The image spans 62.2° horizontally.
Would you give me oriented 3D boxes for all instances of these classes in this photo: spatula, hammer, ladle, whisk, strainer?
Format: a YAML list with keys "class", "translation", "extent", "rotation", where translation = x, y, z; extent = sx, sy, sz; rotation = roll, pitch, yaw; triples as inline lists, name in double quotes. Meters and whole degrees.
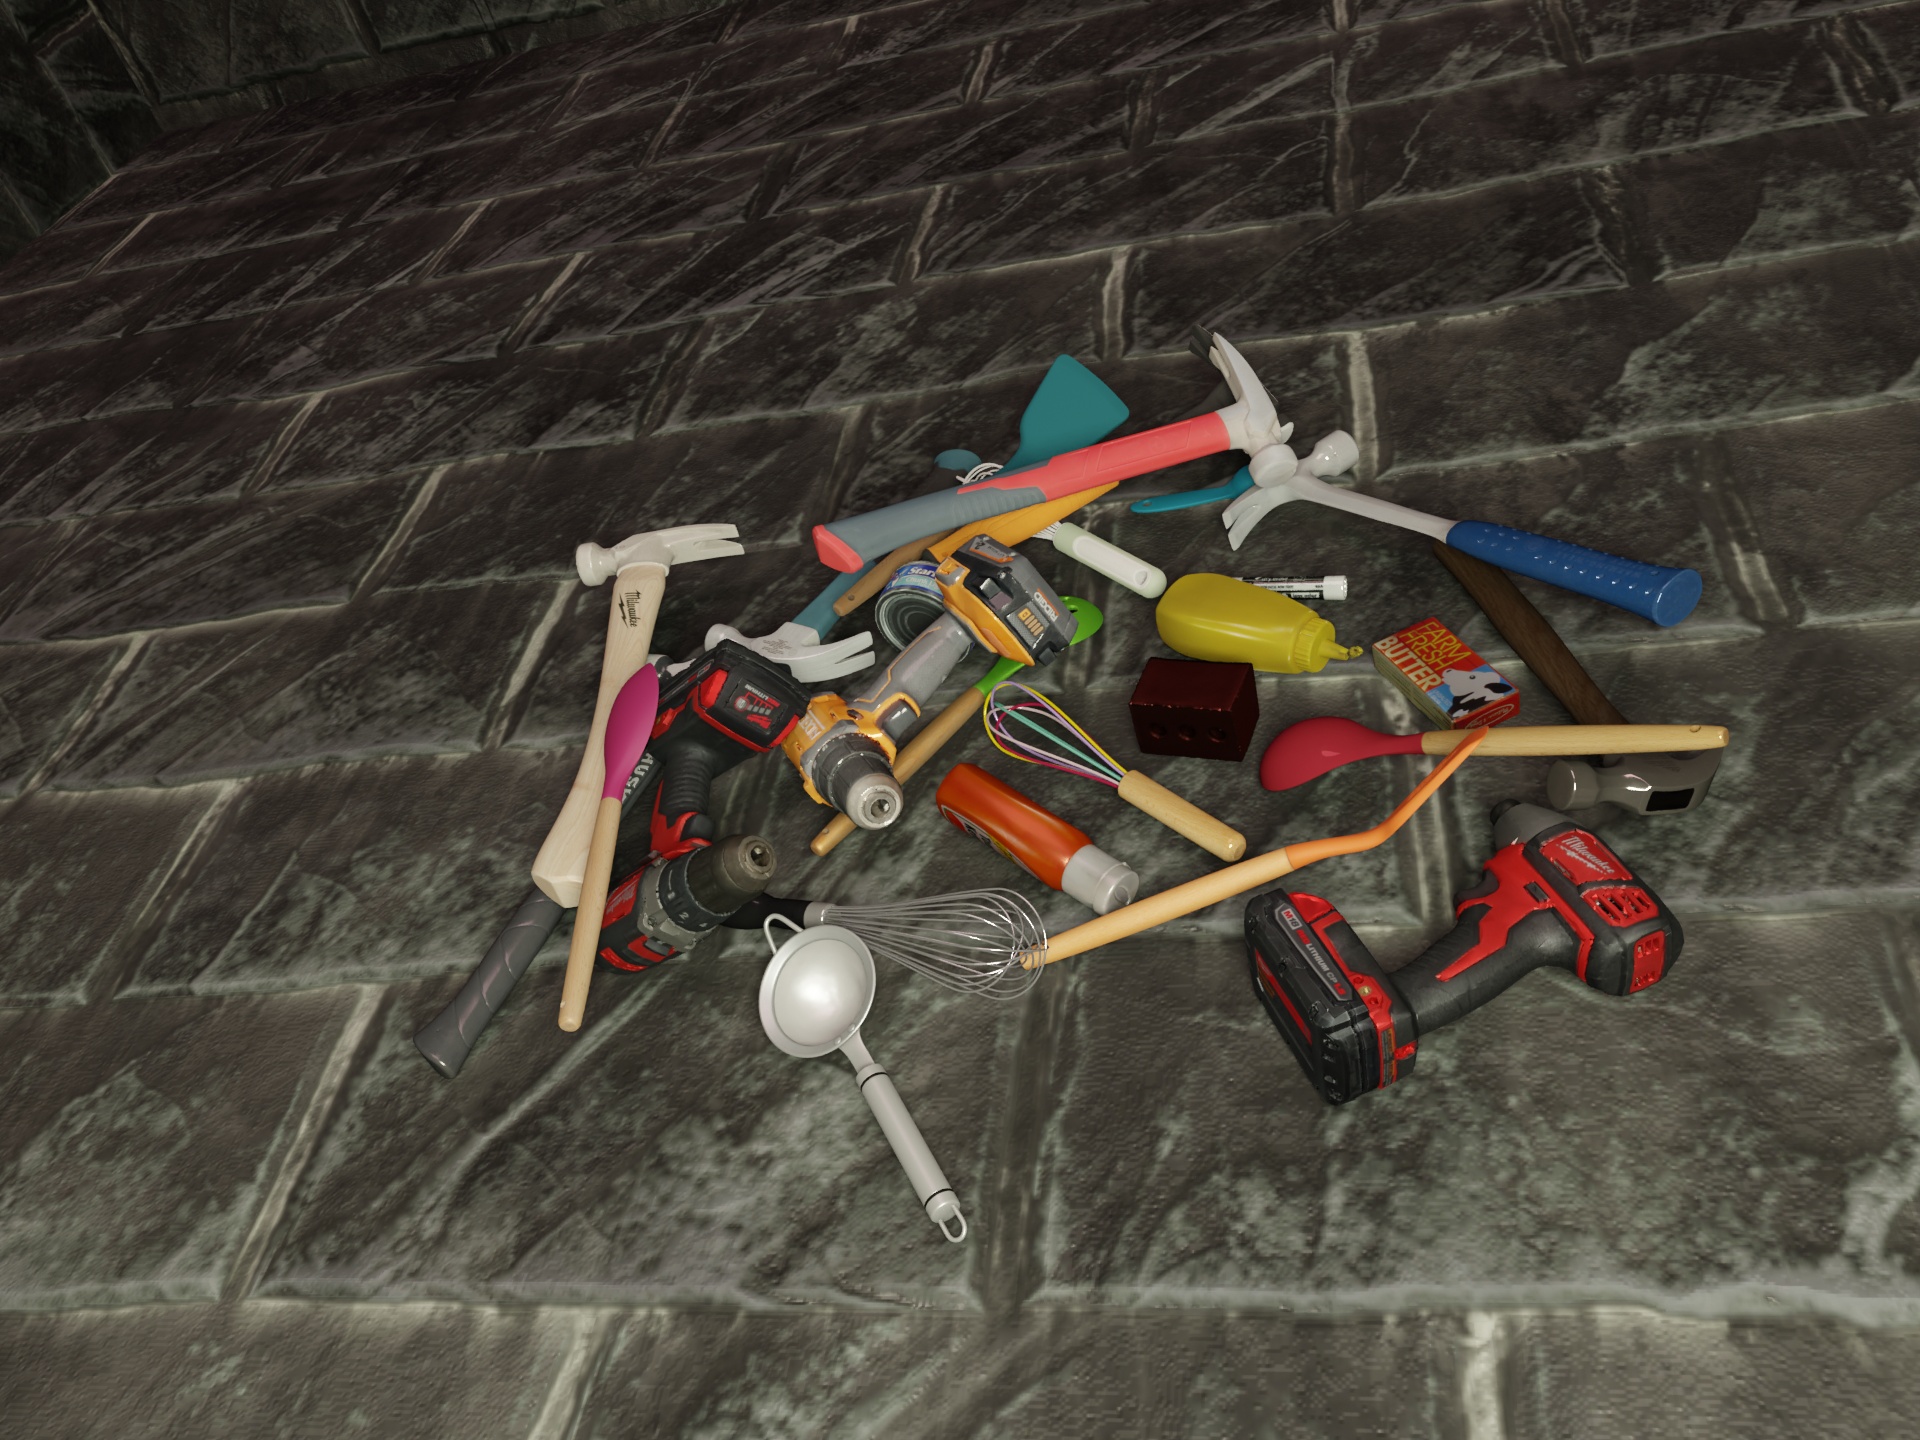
- class: "spatula"
  translation: [0.010, -0.189, 1.329]
  extent: [0.082, 0.044, 0.317]
  rotation: [44, 66, 8]
- class: "hammer"
  translation: [-0.076, -0.141, 1.374]
  extent: [0.128, 0.033, 0.331]
  rotation: [17, 46, 23]
- class: "ladle"
  translation: [0.313, 0.015, 0.987]
  extent: [0.315, 0.031, 0.069]
  rotation: [-3, 39, 47]
- class: "spatula"
  translation: [0.176, 0.085, 0.976]
  extent: [0.322, 0.041, 0.081]
  rotation: [-24, -4, 19]
- class: "whisk"
  translation: [0.102, 0.038, 1.123]
  extent: [0.245, 0.051, 0.047]
  rotation: [32, 82, 38]
- class: "hammer"
  translation: [0.354, -0.136, 1.168]
  extent: [0.144, 0.035, 0.406]
  rotation: [-33, 31, -15]
- class: "hammer"
  translation: [-0.276, 0.096, 1.199]
  extent: [0.149, 0.036, 0.409]
  rotation: [7, 47, 26]
- class: "hammer"
  translation: [-0.264, -0.020, 1.269]
  extent: [0.146, 0.038, 0.411]
  rotation: [-8, 43, 7]
- class: "strainer"
  translation: [-0.057, 0.216, 0.976]
  extent: [0.087, 0.050, 0.259]
  rotation: [-42, 47, 5]
- class: "hammer"
  translation: [0.066, -0.205, 1.276]
  extent: [0.386, 0.038, 0.143]
  rotation: [-17, 64, -8]
- class: "whisk"
  translation: [-0.066, 0.134, 1.056]
  extent: [0.285, 0.070, 0.070]
  rotation: [3, 44, 33]
- class: "hammer"
  translation: [0.402, -0.043, 1.081]
  extent: [0.130, 0.031, 0.332]
  rotation: [1, 34, -9]
- class: "hammer"
  translation: [0.109, -0.209, 1.319]
  extent: [0.337, 0.034, 0.127]
  rotation: [-31, 70, -15]
- class: "whisk"
  translation: [0.082, -0.160, 1.346]
  extent: [0.247, 0.059, 0.058]
  rotation: [34, 101, 39]

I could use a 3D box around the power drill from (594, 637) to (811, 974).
- class: "power drill"
  translation: [-0.172, 0.056, 1.101]
  extent: [0.188, 0.080, 0.227]
  rotation: [-30, 37, 42]

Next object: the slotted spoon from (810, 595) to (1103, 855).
- class: "slotted spoon"
  translation: [-0.002, -0.004, 1.215]
  extent: [0.070, 0.031, 0.314]
  rotation: [20, 54, 43]

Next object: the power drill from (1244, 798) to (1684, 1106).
- class: "power drill"
  translation: [0.285, 0.123, 0.926]
  extent: [0.219, 0.078, 0.143]
  rotation: [-20, 40, -6]

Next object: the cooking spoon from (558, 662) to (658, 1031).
- class: "cooking spoon"
  translation: [-0.247, 0.077, 1.105]
  extent: [0.068, 0.017, 0.319]
  rotation: [-37, 36, 31]

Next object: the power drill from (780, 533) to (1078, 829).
- class: "power drill"
  translation: [-0.024, -0.022, 1.144]
  extent: [0.226, 0.084, 0.185]
  rotation: [-42, 25, -2]

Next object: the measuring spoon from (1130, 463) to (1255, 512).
- class: "measuring spoon"
  translation: [0.208, -0.199, 1.358]
  extent: [0.128, 0.021, 0.042]
  rotation: [-9, 41, 9]
